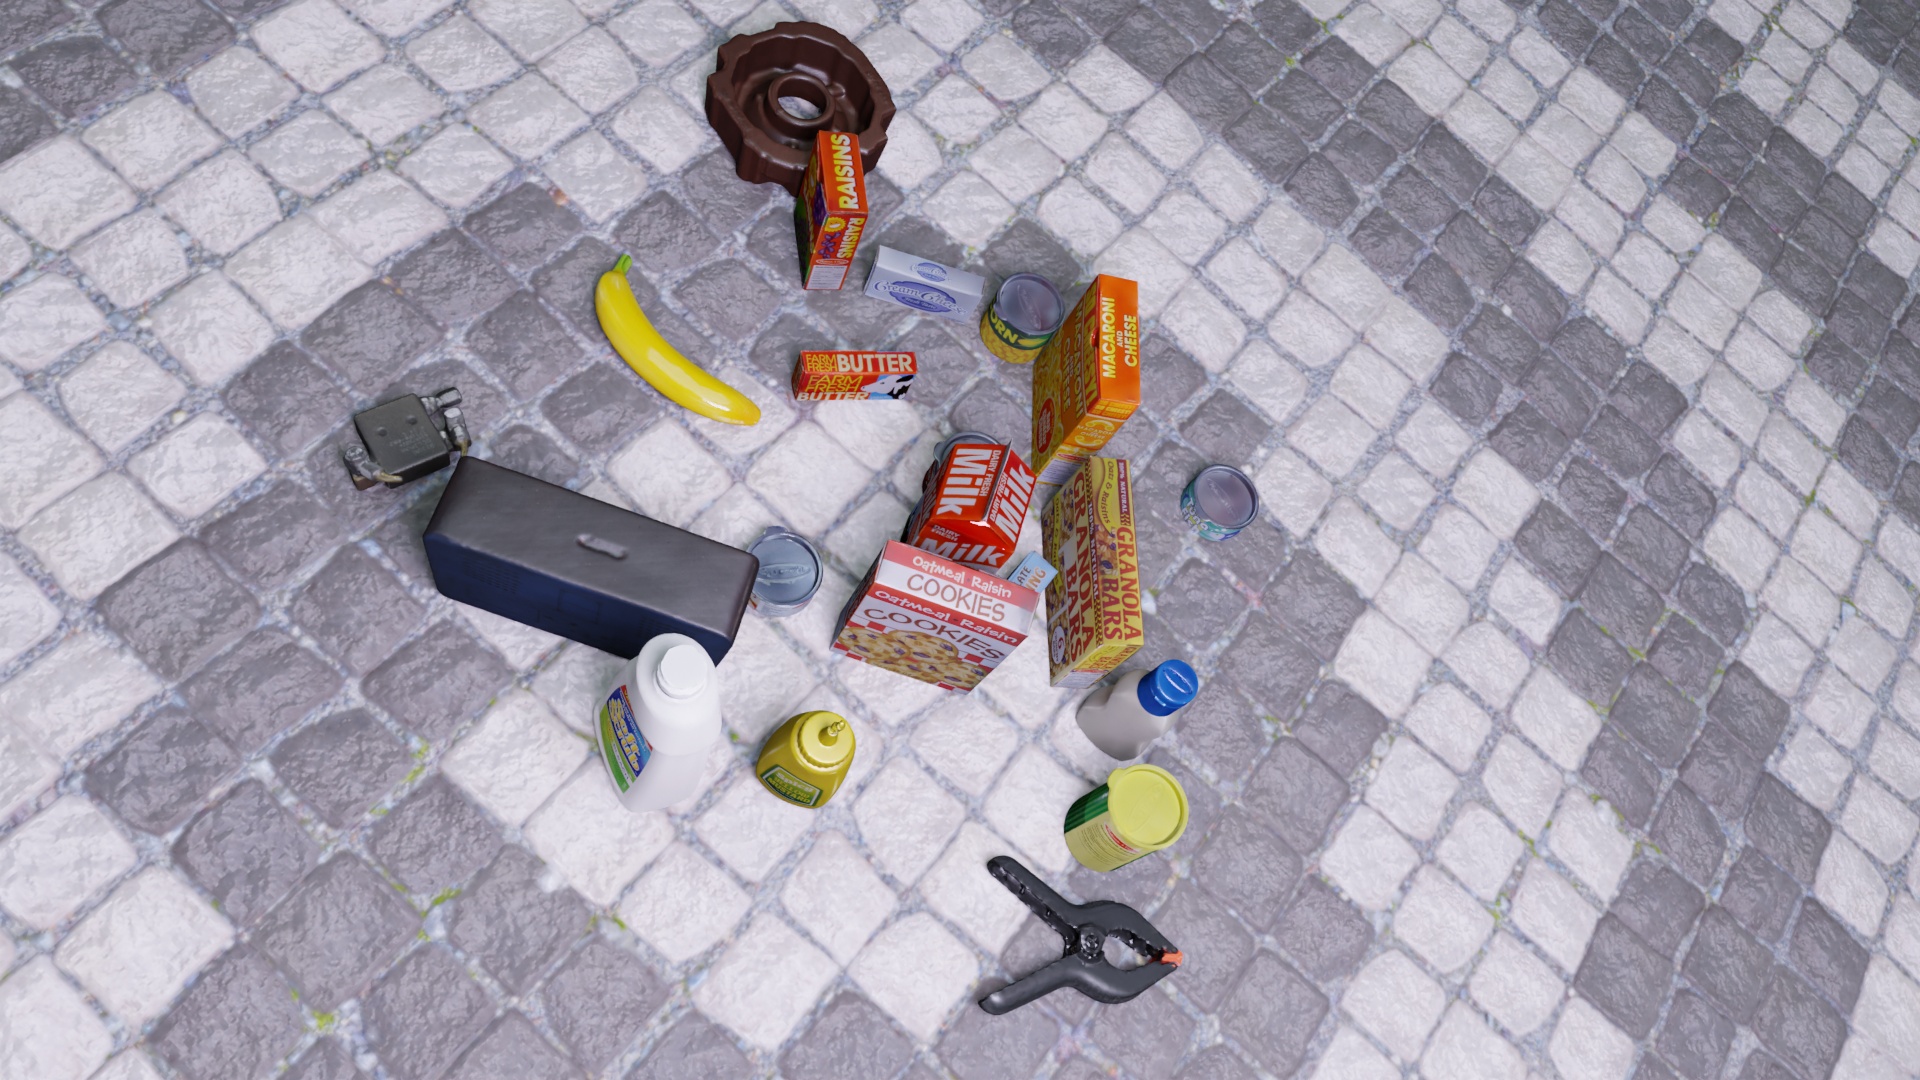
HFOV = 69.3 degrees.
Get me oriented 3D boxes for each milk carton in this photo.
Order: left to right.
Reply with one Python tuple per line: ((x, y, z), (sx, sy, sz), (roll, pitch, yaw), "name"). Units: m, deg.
((0.004, -0.014, 1.117), (0.073, 0.189, 0.072), (22, 63, -8), "milk carton")

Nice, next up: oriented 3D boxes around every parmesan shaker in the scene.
((0.128, 0.220, 1.105), (0.071, 0.102, 0.071), (7, 66, -15), "parmesan shaker")

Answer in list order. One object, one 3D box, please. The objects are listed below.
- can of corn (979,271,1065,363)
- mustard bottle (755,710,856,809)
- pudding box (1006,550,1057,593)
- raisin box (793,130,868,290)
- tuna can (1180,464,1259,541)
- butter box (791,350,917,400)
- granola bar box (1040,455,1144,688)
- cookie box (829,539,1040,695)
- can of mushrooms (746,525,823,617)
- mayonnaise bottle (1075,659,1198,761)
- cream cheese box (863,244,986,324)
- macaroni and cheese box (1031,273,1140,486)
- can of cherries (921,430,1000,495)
((0.055, -0.205, 1.291), (0.071, 0.058, 0.071), (7, 66, -15), "can of corn")
((-0.109, 0.157, 1.024), (0.065, 0.159, 0.049), (30, 62, -4), "mustard bottle")
((0.042, 0.052, 1.181), (0.030, 0.049, 0.084), (40, 62, 2), "pudding box")
((-0.117, -0.291, 1.237), (0.040, 0.123, 0.086), (-1, 68, -18), "raisin box")
((0.239, -0.033, 1.290), (0.071, 0.032, 0.071), (7, 66, -15), "tuna can")
((-0.094, -0.145, 1.220), (0.104, 0.053, 0.024), (-2, 69, -19), "butter box")
((0.109, 0.029, 1.170), (0.039, 0.123, 0.166), (5, 66, -16), "granola bar box")
((-0.024, 0.063, 1.088), (0.123, 0.166, 0.040), (19, 64, -9), "cookie box")
((-0.148, 0.026, 1.140), (0.071, 0.033, 0.071), (7, 66, -15), "can of mushrooms")
((0.145, 0.135, 1.122), (0.065, 0.147, 0.041), (42, 62, 3), "mayonnaise bottle")
((-0.034, -0.234, 1.278), (0.104, 0.053, 0.024), (15, 64, -11), "cream cheese box")
((0.107, -0.136, 1.217), (0.040, 0.165, 0.124), (8, 66, -14), "macaroni and cheese box")
((0.003, -0.055, 1.209), (0.071, 0.058, 0.072), (7, 66, -15), "can of cherries")
